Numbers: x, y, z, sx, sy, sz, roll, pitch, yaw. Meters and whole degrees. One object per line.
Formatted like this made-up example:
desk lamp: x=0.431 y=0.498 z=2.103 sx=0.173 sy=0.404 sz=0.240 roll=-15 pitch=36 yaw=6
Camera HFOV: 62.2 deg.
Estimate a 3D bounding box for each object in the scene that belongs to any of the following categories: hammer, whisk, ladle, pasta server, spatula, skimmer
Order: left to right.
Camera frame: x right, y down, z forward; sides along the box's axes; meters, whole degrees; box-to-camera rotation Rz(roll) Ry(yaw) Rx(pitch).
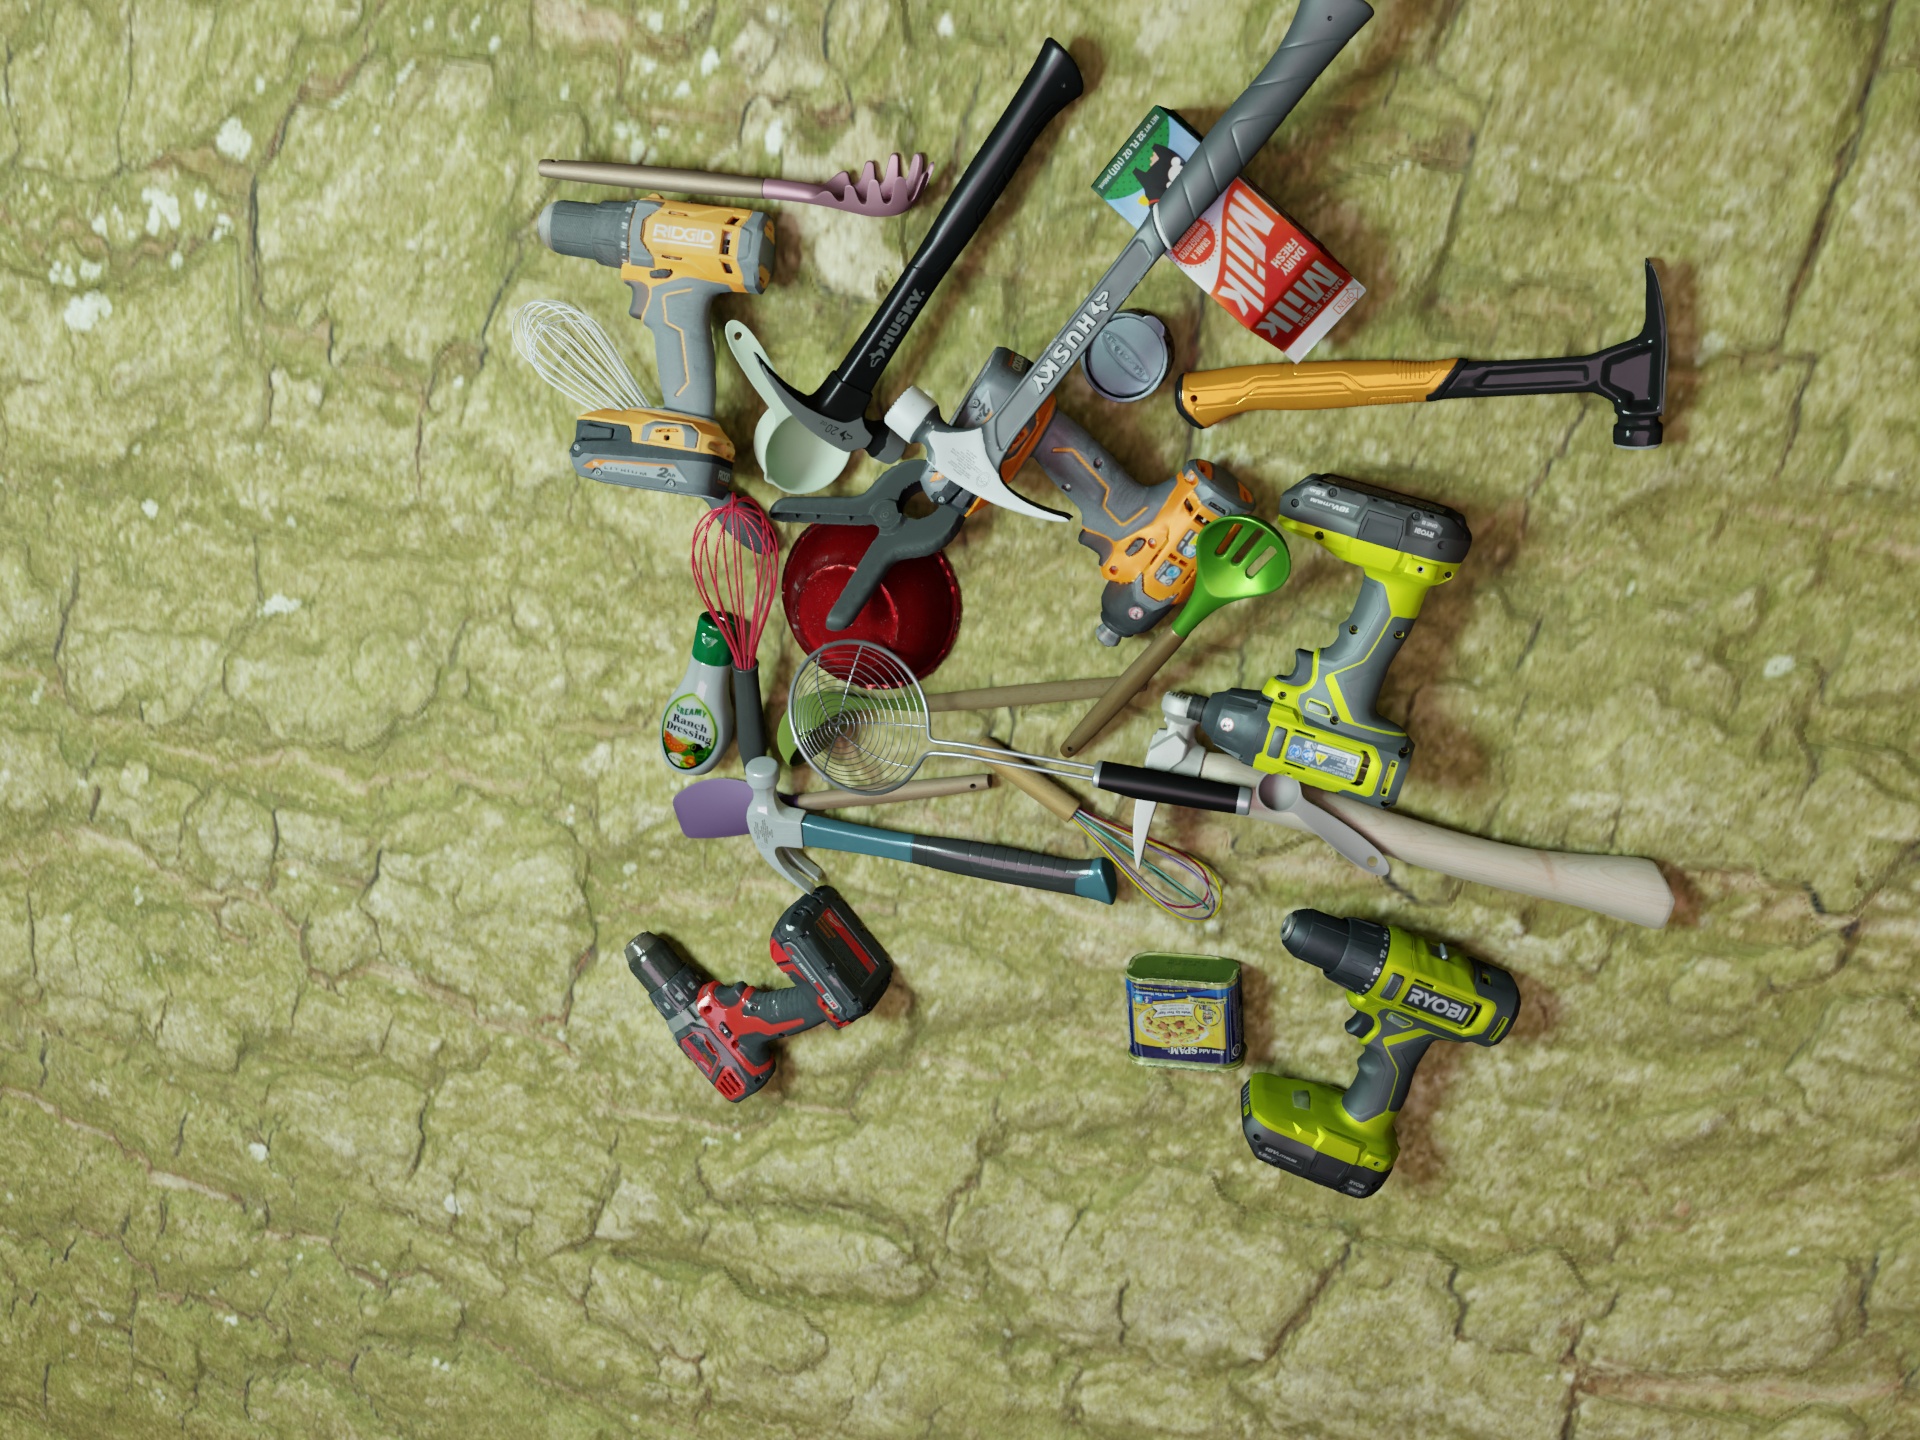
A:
whisk: x=-0.258 y=-0.243 z=1.326 sx=0.284 sy=0.070 sz=0.070 roll=44 pitch=118 yaw=-8
pasta server: x=-0.175 y=-0.416 z=1.213 sx=0.316 sy=0.060 sz=0.040 roll=9 pitch=129 yaw=10
whisk: x=-0.183 y=-0.063 z=1.337 sx=0.073 sy=0.073 sz=0.295 roll=13 pitch=132 yaw=14
spatula: x=-0.120 y=0.069 z=1.419 sx=0.316 sy=0.018 sz=0.059 roll=-7 pitch=111 yaw=22
hammer: x=-0.027 y=0.113 z=1.386 sx=0.331 sy=0.033 sz=0.128 roll=9 pitch=126 yaw=12
hammer: x=-0.021 y=-0.349 z=1.178 sx=0.334 sy=0.146 sz=0.035 roll=-53 pitch=44 yaw=21
ladle: x=-0.002 y=-0.004 z=1.330 sx=0.320 sy=0.078 sz=0.062 roll=-5 pitch=88 yaw=15
skimmer: x=0.047 y=0.021 z=1.242 sx=0.363 sy=0.127 sz=0.090 roll=10 pitch=156 yaw=11
whisk: x=0.116 y=0.088 z=1.338 sx=0.245 sy=0.051 sz=0.047 roll=35 pitch=97 yaw=7
hammer: x=0.128 y=-0.314 z=1.075 sx=0.149 sy=0.036 sz=0.409 roll=40 pitch=107 yaw=-1
hammer: x=0.341 y=0.100 z=1.248 sx=0.410 sy=0.038 sz=0.146 roll=16 pitch=99 yaw=10
hammer: x=0.320 y=-0.249 z=1.132 sx=0.337 sy=0.034 sz=0.127 roll=0 pitch=111 yaw=19

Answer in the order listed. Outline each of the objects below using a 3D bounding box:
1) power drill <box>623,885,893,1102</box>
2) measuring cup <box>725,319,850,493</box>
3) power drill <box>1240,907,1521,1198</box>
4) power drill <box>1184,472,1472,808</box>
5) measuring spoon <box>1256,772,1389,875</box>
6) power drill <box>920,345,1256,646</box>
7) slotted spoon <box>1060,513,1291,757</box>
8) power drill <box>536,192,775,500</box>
power drill: x=-0.196 y=0.241 z=1.484 sx=0.226 sy=0.080 sz=0.188 roll=-35 pitch=96 yaw=30
measuring cup: x=-0.146 y=-0.252 z=1.246 sx=0.083 sy=0.038 sz=0.167 roll=-36 pitch=134 yaw=-5
power drill: x=0.319 y=0.265 z=1.302 sx=0.190 sy=0.080 sz=0.228 roll=21 pitch=115 yaw=-2
power drill: x=0.272 y=-0.063 z=1.180 sx=0.171 sy=0.080 sz=0.223 roll=19 pitch=108 yaw=15
measuring spoon: x=0.281 y=0.081 z=1.235 sx=0.124 sy=0.018 sz=0.034 roll=37 pitch=91 yaw=-1
power drill: x=0.086 y=-0.161 z=1.208 sx=0.226 sy=0.084 sz=0.164 roll=30 pitch=118 yaw=-9
slotted spoon: x=0.153 y=-0.057 z=1.218 sx=0.070 sy=0.031 sz=0.313 roll=36 pitch=138 yaw=-2
power drill: x=-0.251 y=-0.298 z=1.249 sx=0.185 sy=0.084 sz=0.226 roll=9 pitch=94 yaw=5
